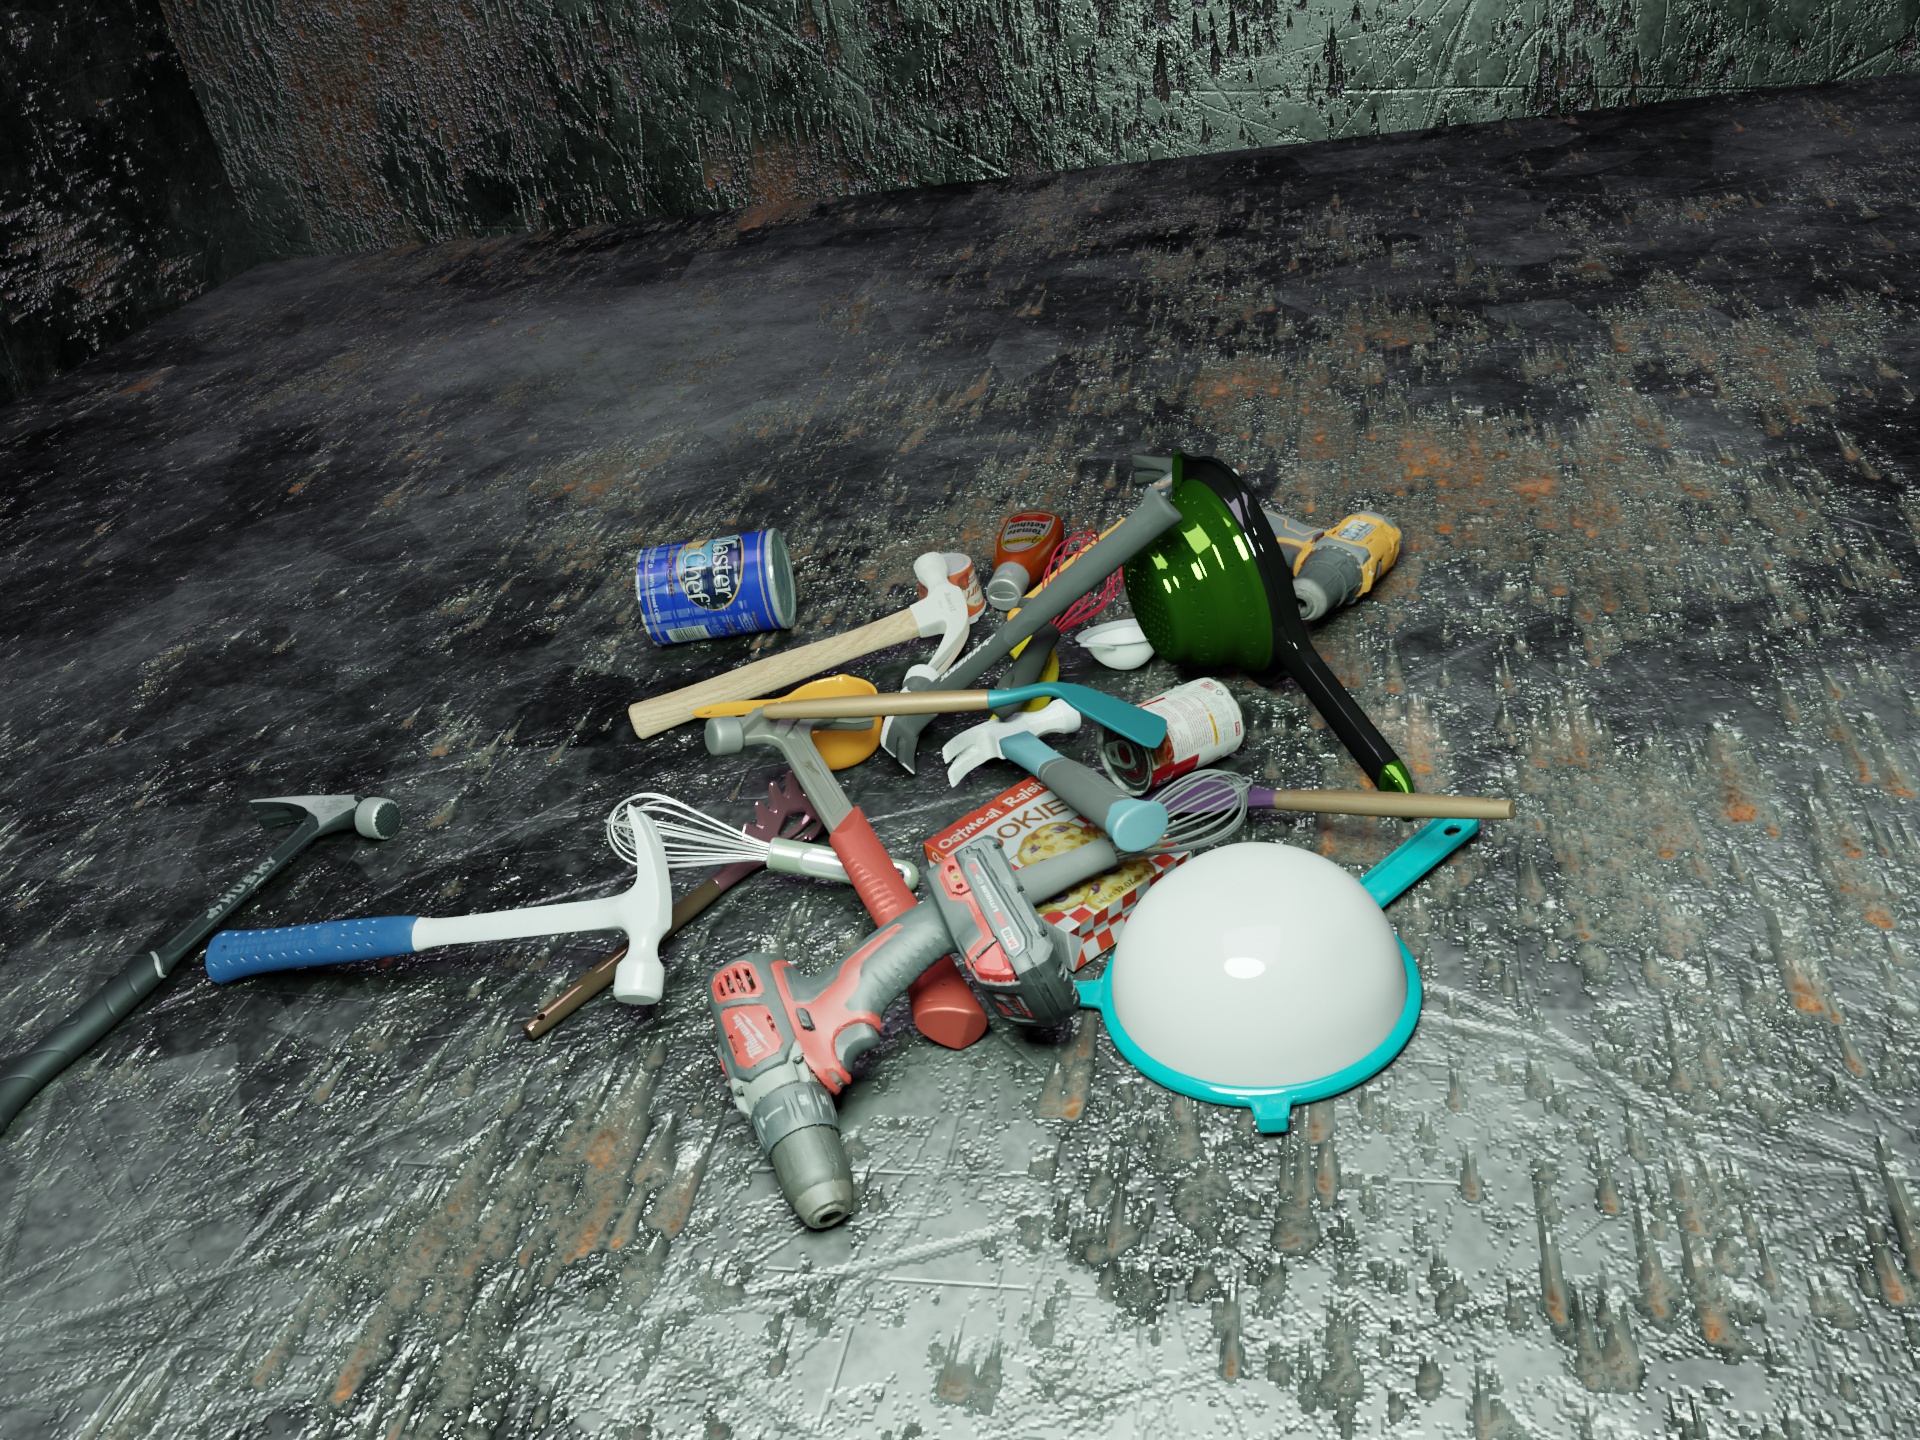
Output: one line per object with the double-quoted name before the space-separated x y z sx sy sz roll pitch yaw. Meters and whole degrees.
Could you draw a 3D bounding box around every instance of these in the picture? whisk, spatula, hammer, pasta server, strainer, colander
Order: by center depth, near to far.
"strainer" 0.240 0.116 1.071 0.340 0.095 0.211 -31 37 -28
"whisk" 0.103 0.092 1.126 0.239 0.055 0.055 -23 33 -11
"spatula" 0.257 0.058 1.167 0.316 0.018 0.060 0 25 46
"hammer" -0.064 0.100 1.184 0.149 0.036 0.359 -7 39 -28
"hammer" 0.076 0.039 1.186 0.128 0.033 0.331 -17 15 -11
"hammer" -0.397 0.155 1.199 0.405 0.035 0.144 -8 63 19
"whisk" -0.153 0.100 1.220 0.246 0.058 0.059 10 -4 1
"pasta server" -0.210 0.139 1.227 0.060 0.040 0.316 32 50 24
"spatula" -0.002 -0.004 1.228 0.317 0.044 0.082 -2 16 14
"hammer" -0.641 0.184 1.290 0.149 0.036 0.409 4 35 25
"colander" 0.230 -0.057 1.302 0.094 0.204 0.398 -22 51 -9
"hammer" 0.053 -0.078 1.314 0.334 0.035 0.146 -38 18 32
"whisk" 0.084 -0.087 1.411 0.073 0.073 0.296 4 35 22
"strainer" 0.187 -0.099 1.488 0.087 0.050 0.258 4 28 37
"hammer" -0.149 -0.052 1.492 0.331 0.031 0.130 -20 56 -5
"hammer" 0.156 -0.190 1.646 0.127 0.034 0.337 15 40 34

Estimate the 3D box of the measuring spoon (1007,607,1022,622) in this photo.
"measuring spoon" 0.020 -0.074 1.505 0.117 0.011 0.021 -41 3 -29

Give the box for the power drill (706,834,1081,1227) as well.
"power drill" -0.041 0.194 1.004 0.226 0.080 0.188 -28 50 -1

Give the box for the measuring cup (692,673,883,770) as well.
"measuring cup" -0.152 0.007 1.409 0.173 0.052 0.095 -3 32 16

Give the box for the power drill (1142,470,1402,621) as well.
"power drill" 0.280 -0.164 1.495 0.226 0.084 0.185 21 36 25
